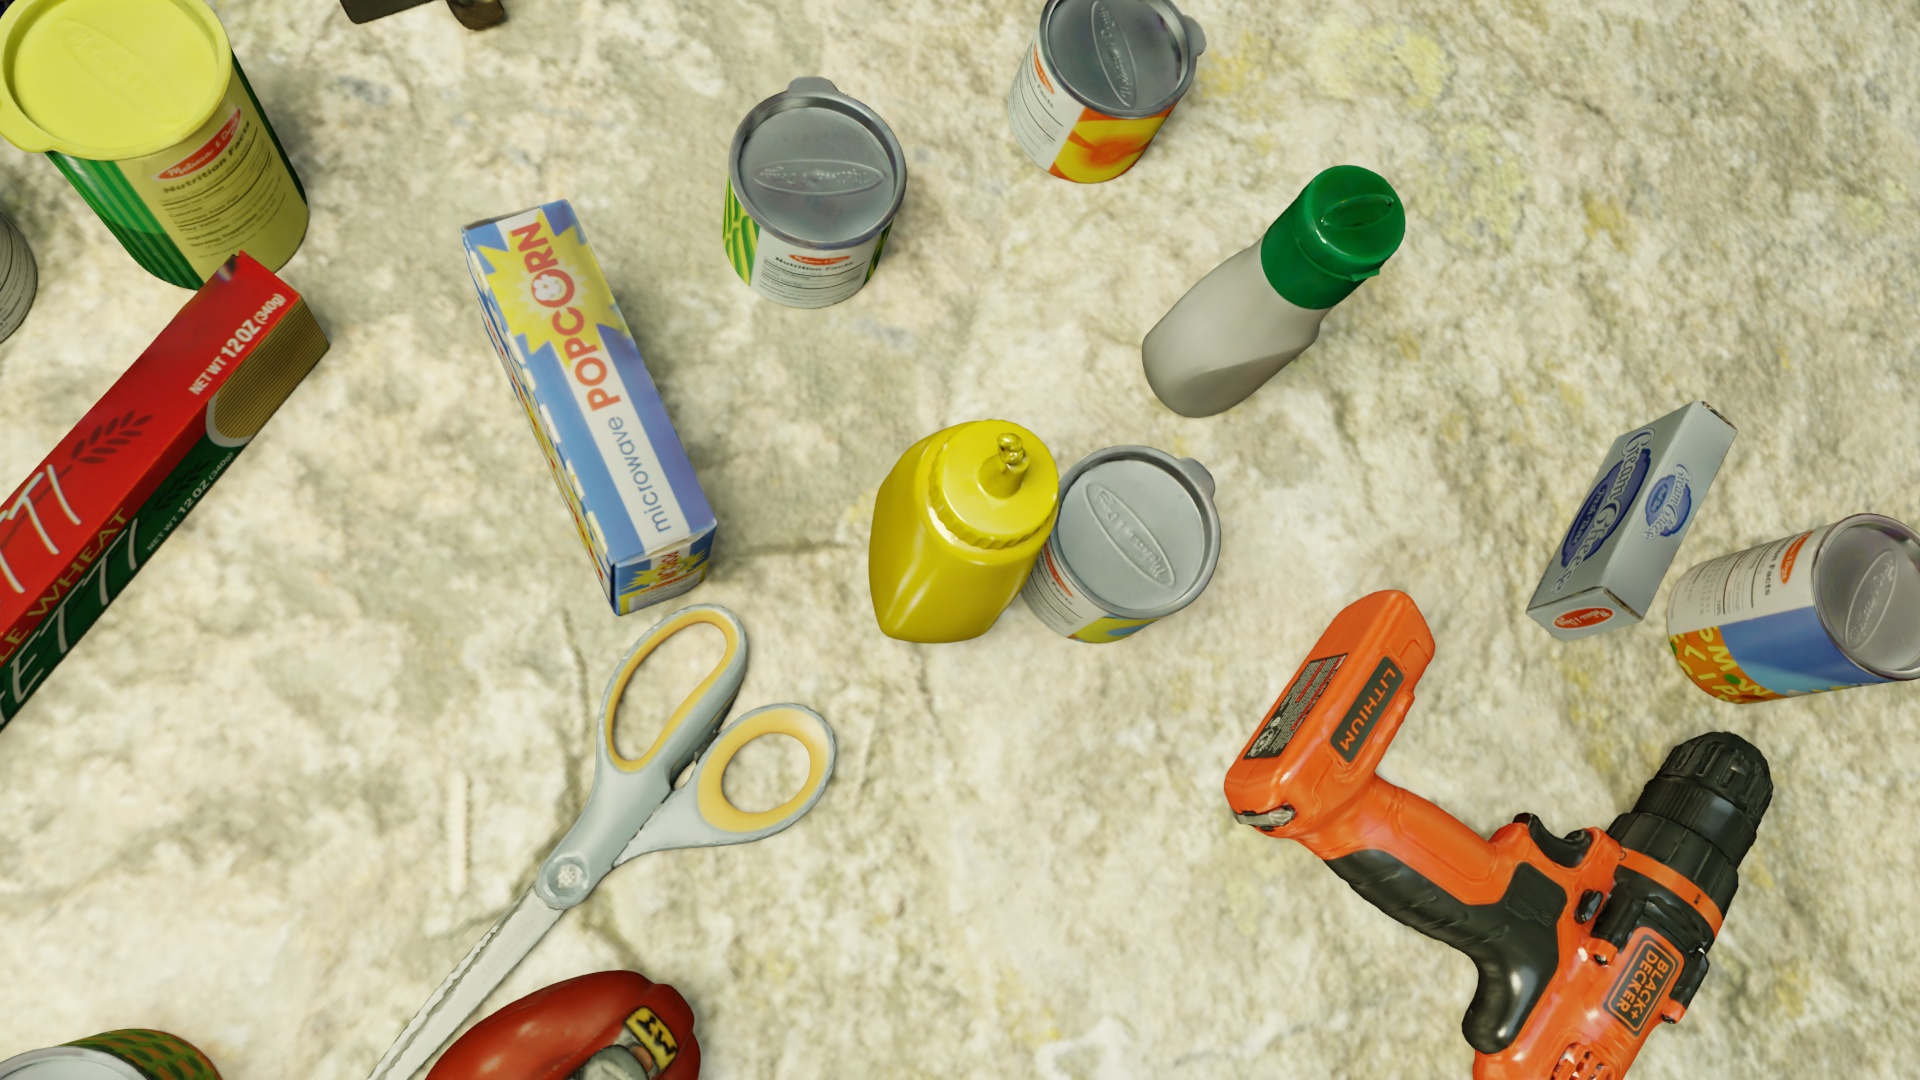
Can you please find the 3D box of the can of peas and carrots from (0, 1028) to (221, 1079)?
[{"bbox_3d":[-0.262,0.180,0.412,0.071,0.058,0.071,3,76,-12],"label":"can of peas and carrots"}]

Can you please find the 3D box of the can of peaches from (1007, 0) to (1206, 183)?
[{"bbox_3d":[0.060,-0.192,0.581,0.071,0.058,0.071,3,75,-12],"label":"can of peaches"}]

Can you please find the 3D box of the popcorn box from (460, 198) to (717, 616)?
[{"bbox_3d":[-0.129,-0.043,0.486,0.038,0.085,0.127,-24,82,-17],"label":"popcorn box"}]

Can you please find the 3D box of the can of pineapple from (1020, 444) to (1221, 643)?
[{"bbox_3d":[0.060,0.002,0.531,0.071,0.057,0.071,3,75,-12],"label":"can of pineapple"}]

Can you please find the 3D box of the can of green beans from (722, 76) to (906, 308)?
[{"bbox_3d":[-0.058,-0.131,0.539,0.071,0.057,0.071,3,75,-12],"label":"can of green beans"}]

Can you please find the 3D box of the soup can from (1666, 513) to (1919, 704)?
[{"bbox_3d":[0.351,0.033,0.576,0.071,0.083,0.071,3,76,-12],"label":"soup can"}]

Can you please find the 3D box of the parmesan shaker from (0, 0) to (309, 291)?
[{"bbox_3d":[-0.269,-0.132,0.467,0.071,0.102,0.071,3,76,-12],"label":"parmesan shaker"}]

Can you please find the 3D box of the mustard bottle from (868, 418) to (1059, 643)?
[{"bbox_3d":[0.002,-0.006,0.466,0.049,0.159,0.065,0,76,-13],"label":"mustard bottle"}]

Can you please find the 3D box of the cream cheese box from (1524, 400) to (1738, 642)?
[{"bbox_3d":[0.282,-0.008,0.587,0.024,0.053,0.104,36,71,-2],"label":"cream cheese box"}]

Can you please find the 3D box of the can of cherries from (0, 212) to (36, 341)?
[{"bbox_3d":[-0.358,-0.098,0.462,0.071,0.058,0.071,3,76,-12],"label":"can of cherries"}]

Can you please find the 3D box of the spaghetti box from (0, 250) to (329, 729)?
[{"bbox_3d":[-0.301,0.014,0.450,0.029,0.050,0.251,33,71,-3],"label":"spaghetti box"}]

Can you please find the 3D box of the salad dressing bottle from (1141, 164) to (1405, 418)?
[{"bbox_3d":[0.114,-0.089,0.520,0.064,0.147,0.044,-17,81,-16],"label":"salad dressing bottle"}]
